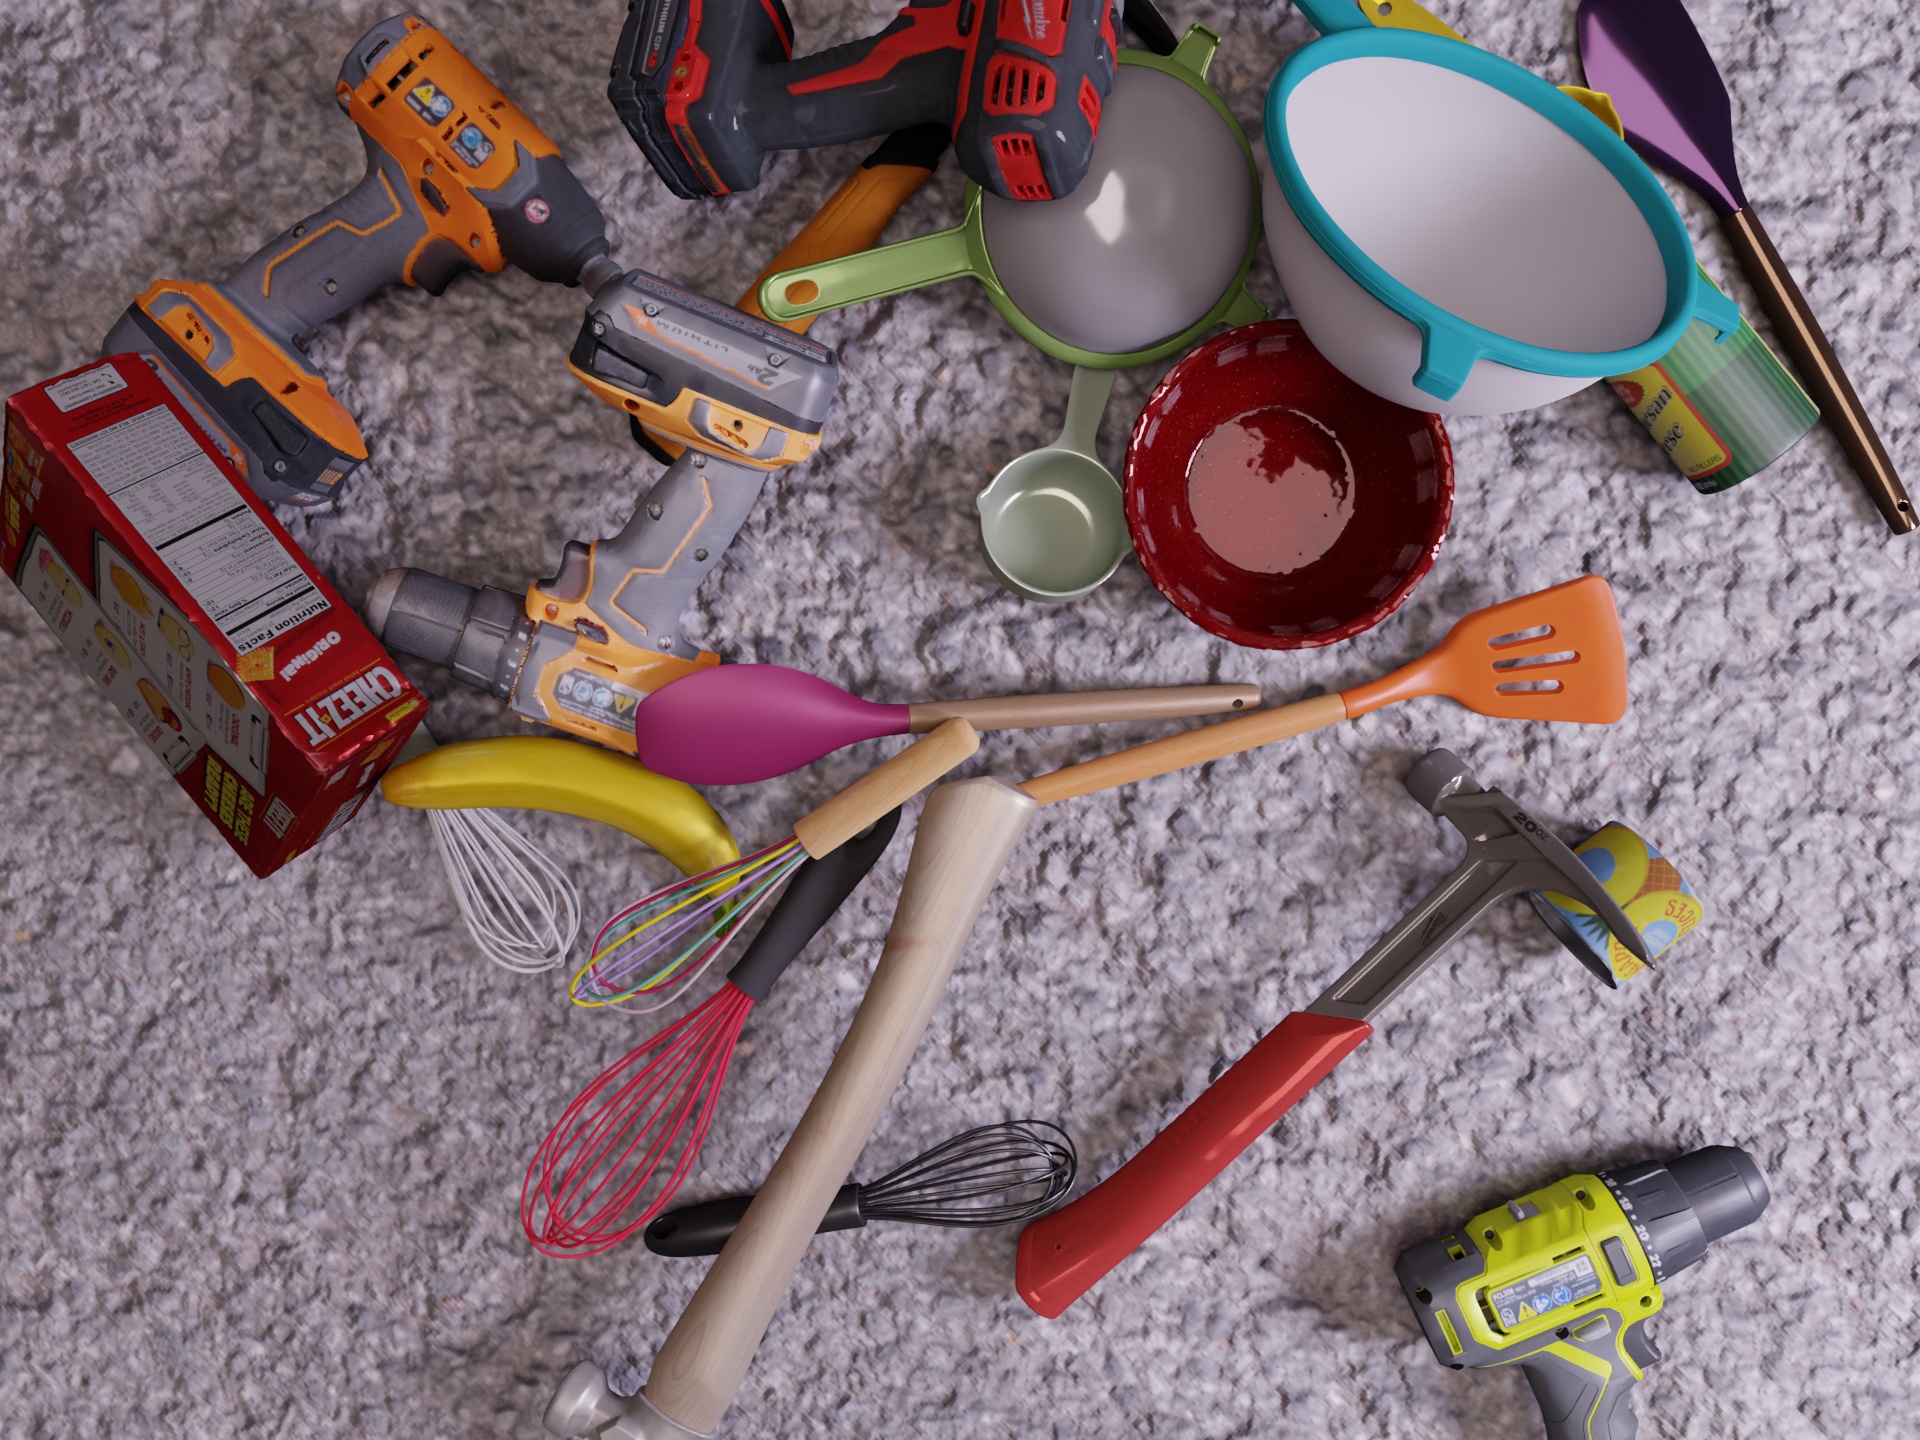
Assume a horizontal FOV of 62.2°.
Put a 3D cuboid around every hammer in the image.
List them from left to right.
[{"bbox_3d":[-0.060,0.218,0.803,0.146,0.038,0.410,28,95,10],"label":"hammer"},{"bbox_3d":[-0.041,-0.256,0.804,0.127,0.034,0.337,43,95,-1],"label":"hammer"},{"bbox_3d":[0.168,0.184,0.807,0.359,0.036,0.149,-46,53,9],"label":"hammer"}]

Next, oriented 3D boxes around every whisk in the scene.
[{"bbox_3d":[-0.278,0.028,0.830,0.058,0.059,0.246,-34,89,-33],"label":"whisk"},{"bbox_3d":[-0.124,0.154,0.821,0.073,0.073,0.296,37,85,-2],"label":"whisk"},{"bbox_3d":[-0.094,0.073,0.797,0.245,0.051,0.047,-34,119,5],"label":"whisk"},{"bbox_3d":[-0.054,0.253,0.842,0.239,0.055,0.055,-12,94,7],"label":"whisk"}]

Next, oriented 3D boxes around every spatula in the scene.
[{"bbox_3d":[0.173,0.001,0.807,0.322,0.041,0.081,-16,109,-1],"label":"spatula"},{"bbox_3d":[0.401,-0.232,0.802,0.060,0.018,0.316,-30,92,5],"label":"spatula"}]

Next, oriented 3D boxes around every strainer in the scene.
[{"bbox_3d":[0.030,-0.229,0.750,0.256,0.069,0.151,-16,106,-7],"label":"strainer"},{"bbox_3d":[0.191,-0.264,0.756,0.211,0.095,0.341,-16,64,-27],"label":"strainer"}]

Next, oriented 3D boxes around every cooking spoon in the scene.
[{"bbox_3d":[-0.001,-0.003,0.800,0.319,0.017,0.068,-4,120,-10],"label":"cooking spoon"}]

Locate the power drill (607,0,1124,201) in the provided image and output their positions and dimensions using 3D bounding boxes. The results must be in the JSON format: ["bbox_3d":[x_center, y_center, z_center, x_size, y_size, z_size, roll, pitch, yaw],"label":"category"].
[{"bbox_3d":[-0.033,-0.330,0.738,0.227,0.080,0.188,5,73,18],"label":"power drill"}]

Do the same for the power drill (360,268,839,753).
[{"bbox_3d":[-0.174,-0.099,0.771,0.185,0.084,0.226,20,109,-12],"label":"power drill"}]

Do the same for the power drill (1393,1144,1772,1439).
[{"bbox_3d":[0.356,0.344,0.823,0.190,0.080,0.228,-24,91,4],"label":"power drill"}]

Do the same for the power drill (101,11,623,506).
[{"bbox_3d":[-0.288,-0.213,0.792,0.164,0.084,0.226,44,91,-3],"label":"power drill"}]

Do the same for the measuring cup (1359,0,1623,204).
[{"bbox_3d":[0.262,-0.316,0.800,0.156,0.029,0.062,43,98,10],"label":"measuring cup"}]

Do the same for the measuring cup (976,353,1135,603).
[{"bbox_3d":[0.057,-0.139,0.815,0.083,0.038,0.168,15,78,-3],"label":"measuring cup"}]
